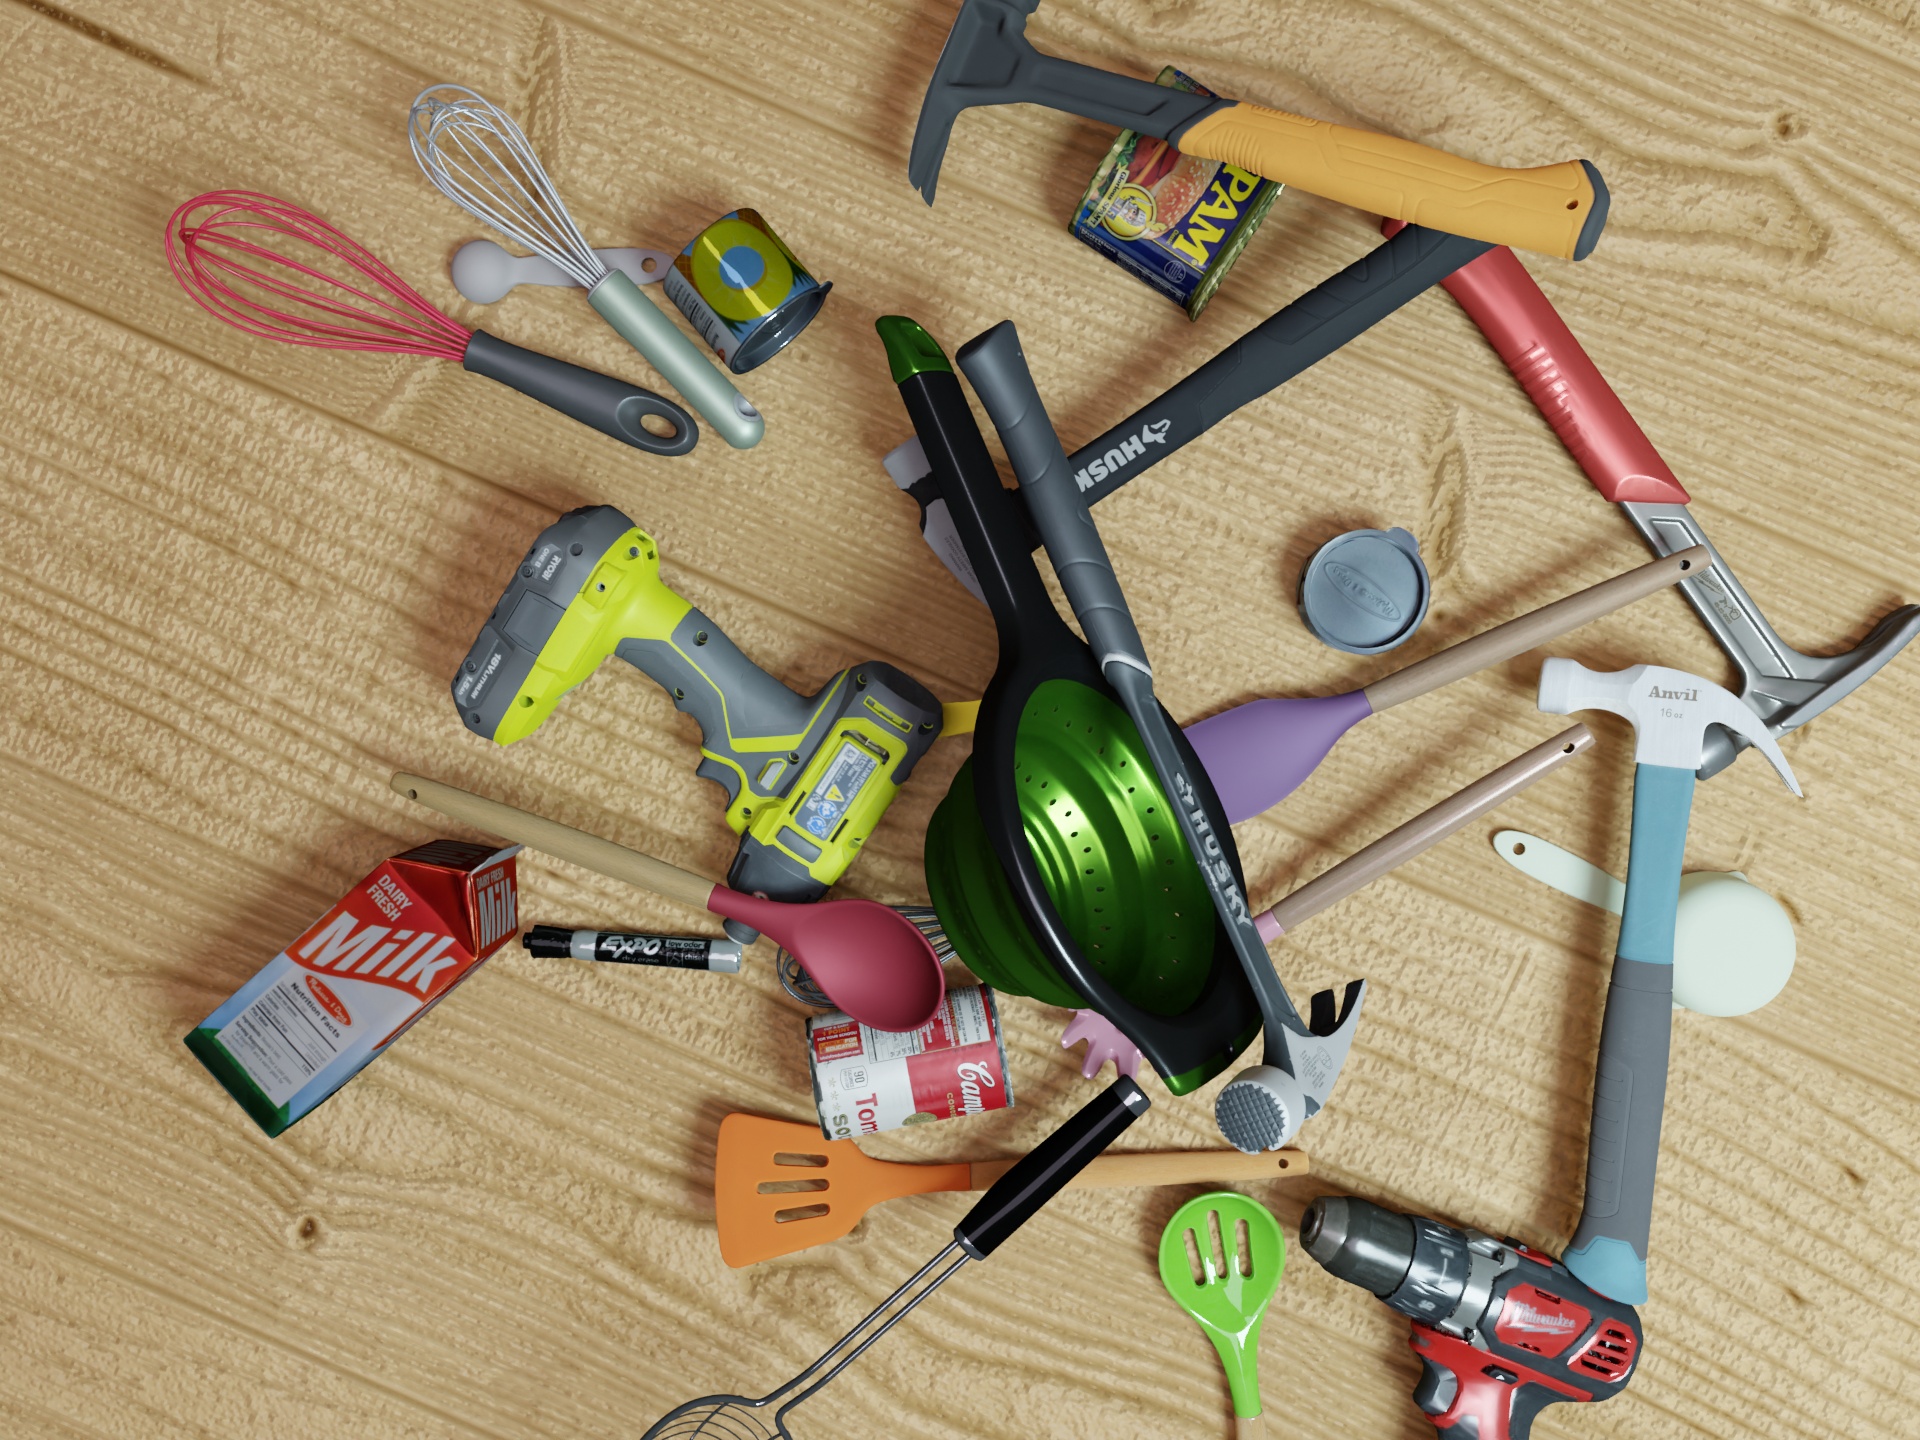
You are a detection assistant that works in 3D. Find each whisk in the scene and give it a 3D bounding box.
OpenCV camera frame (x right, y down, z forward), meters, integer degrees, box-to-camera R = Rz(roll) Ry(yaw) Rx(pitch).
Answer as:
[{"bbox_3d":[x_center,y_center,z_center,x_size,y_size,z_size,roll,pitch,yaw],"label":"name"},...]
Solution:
[{"bbox_3d":[-0.196,-0.236,0.843,0.246,0.058,0.059,45,123,-9],"label":"whisk"},{"bbox_3d":[0.016,0.105,0.863,0.239,0.055,0.055,-17,92,-1],"label":"whisk"},{"bbox_3d":[-0.280,-0.206,0.852,0.295,0.073,0.073,21,94,-6],"label":"whisk"}]

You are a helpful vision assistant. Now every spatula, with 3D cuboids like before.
[{"bbox_3d":[0.030,0.249,0.869,0.322,0.041,0.081,-3,74,1],"label":"spatula"},{"bbox_3d":[0.241,-0.019,0.843,0.316,0.018,0.060,-25,93,12],"label":"spatula"}]

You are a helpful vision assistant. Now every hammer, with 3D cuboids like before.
[{"bbox_3d":[0.352,0.137,0.826,0.128,0.033,0.331,6,94,20],"label":"hammer"},{"bbox_3d":[0.137,-0.274,0.766,0.337,0.034,0.127,22,89,19],"label":"hammer"},{"bbox_3d":[0.350,-0.152,0.839,0.149,0.037,0.359,-36,92,3],"label":"hammer"},{"bbox_3d":[0.133,-0.163,0.808,0.335,0.035,0.146,-32,99,16],"label":"hammer"},{"bbox_3d":[0.092,-0.008,0.773,0.036,0.149,0.409,-26,85,32],"label":"hammer"}]

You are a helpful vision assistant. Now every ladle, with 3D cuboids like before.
[{"bbox_3d":[-0.153,0.084,0.826,0.315,0.031,0.069,20,111,7],"label":"ladle"}]

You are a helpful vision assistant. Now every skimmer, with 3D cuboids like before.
[{"bbox_3d":[-0.032,0.324,0.810,0.363,0.090,0.127,-42,112,0],"label":"skimmer"}]

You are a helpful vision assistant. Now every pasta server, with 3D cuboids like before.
[{"bbox_3d":[0.191,0.093,0.836,0.316,0.040,0.060,-34,95,13],"label":"pasta server"}]

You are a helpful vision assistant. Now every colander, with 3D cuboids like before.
[{"bbox_3d":[0.018,-0.004,0.786,0.094,0.204,0.397,-26,85,33],"label":"colander"}]

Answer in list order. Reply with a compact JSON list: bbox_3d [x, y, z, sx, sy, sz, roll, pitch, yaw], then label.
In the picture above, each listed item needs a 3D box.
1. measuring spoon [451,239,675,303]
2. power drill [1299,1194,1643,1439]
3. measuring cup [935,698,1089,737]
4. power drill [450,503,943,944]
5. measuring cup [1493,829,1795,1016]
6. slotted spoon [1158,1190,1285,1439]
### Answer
[{"bbox_3d":[-0.217,-0.247,0.864,0.124,0.018,0.034,-2,93,1],"label":"measuring spoon"},{"bbox_3d":[0.237,0.375,0.841,0.188,0.080,0.227,24,86,-5],"label":"power drill"},{"bbox_3d":[-0.001,-0.003,0.871,0.156,0.029,0.062,-6,96,14],"label":"measuring cup"},{"bbox_3d":[-0.144,0.004,0.844,0.223,0.080,0.171,34,104,-3],"label":"power drill"},{"bbox_3d":[0.365,0.101,0.850,0.167,0.038,0.083,26,94,0],"label":"measuring cup"},{"bbox_3d":[0.160,0.407,0.881,0.070,0.031,0.314,-9,95,0],"label":"slotted spoon"}]
